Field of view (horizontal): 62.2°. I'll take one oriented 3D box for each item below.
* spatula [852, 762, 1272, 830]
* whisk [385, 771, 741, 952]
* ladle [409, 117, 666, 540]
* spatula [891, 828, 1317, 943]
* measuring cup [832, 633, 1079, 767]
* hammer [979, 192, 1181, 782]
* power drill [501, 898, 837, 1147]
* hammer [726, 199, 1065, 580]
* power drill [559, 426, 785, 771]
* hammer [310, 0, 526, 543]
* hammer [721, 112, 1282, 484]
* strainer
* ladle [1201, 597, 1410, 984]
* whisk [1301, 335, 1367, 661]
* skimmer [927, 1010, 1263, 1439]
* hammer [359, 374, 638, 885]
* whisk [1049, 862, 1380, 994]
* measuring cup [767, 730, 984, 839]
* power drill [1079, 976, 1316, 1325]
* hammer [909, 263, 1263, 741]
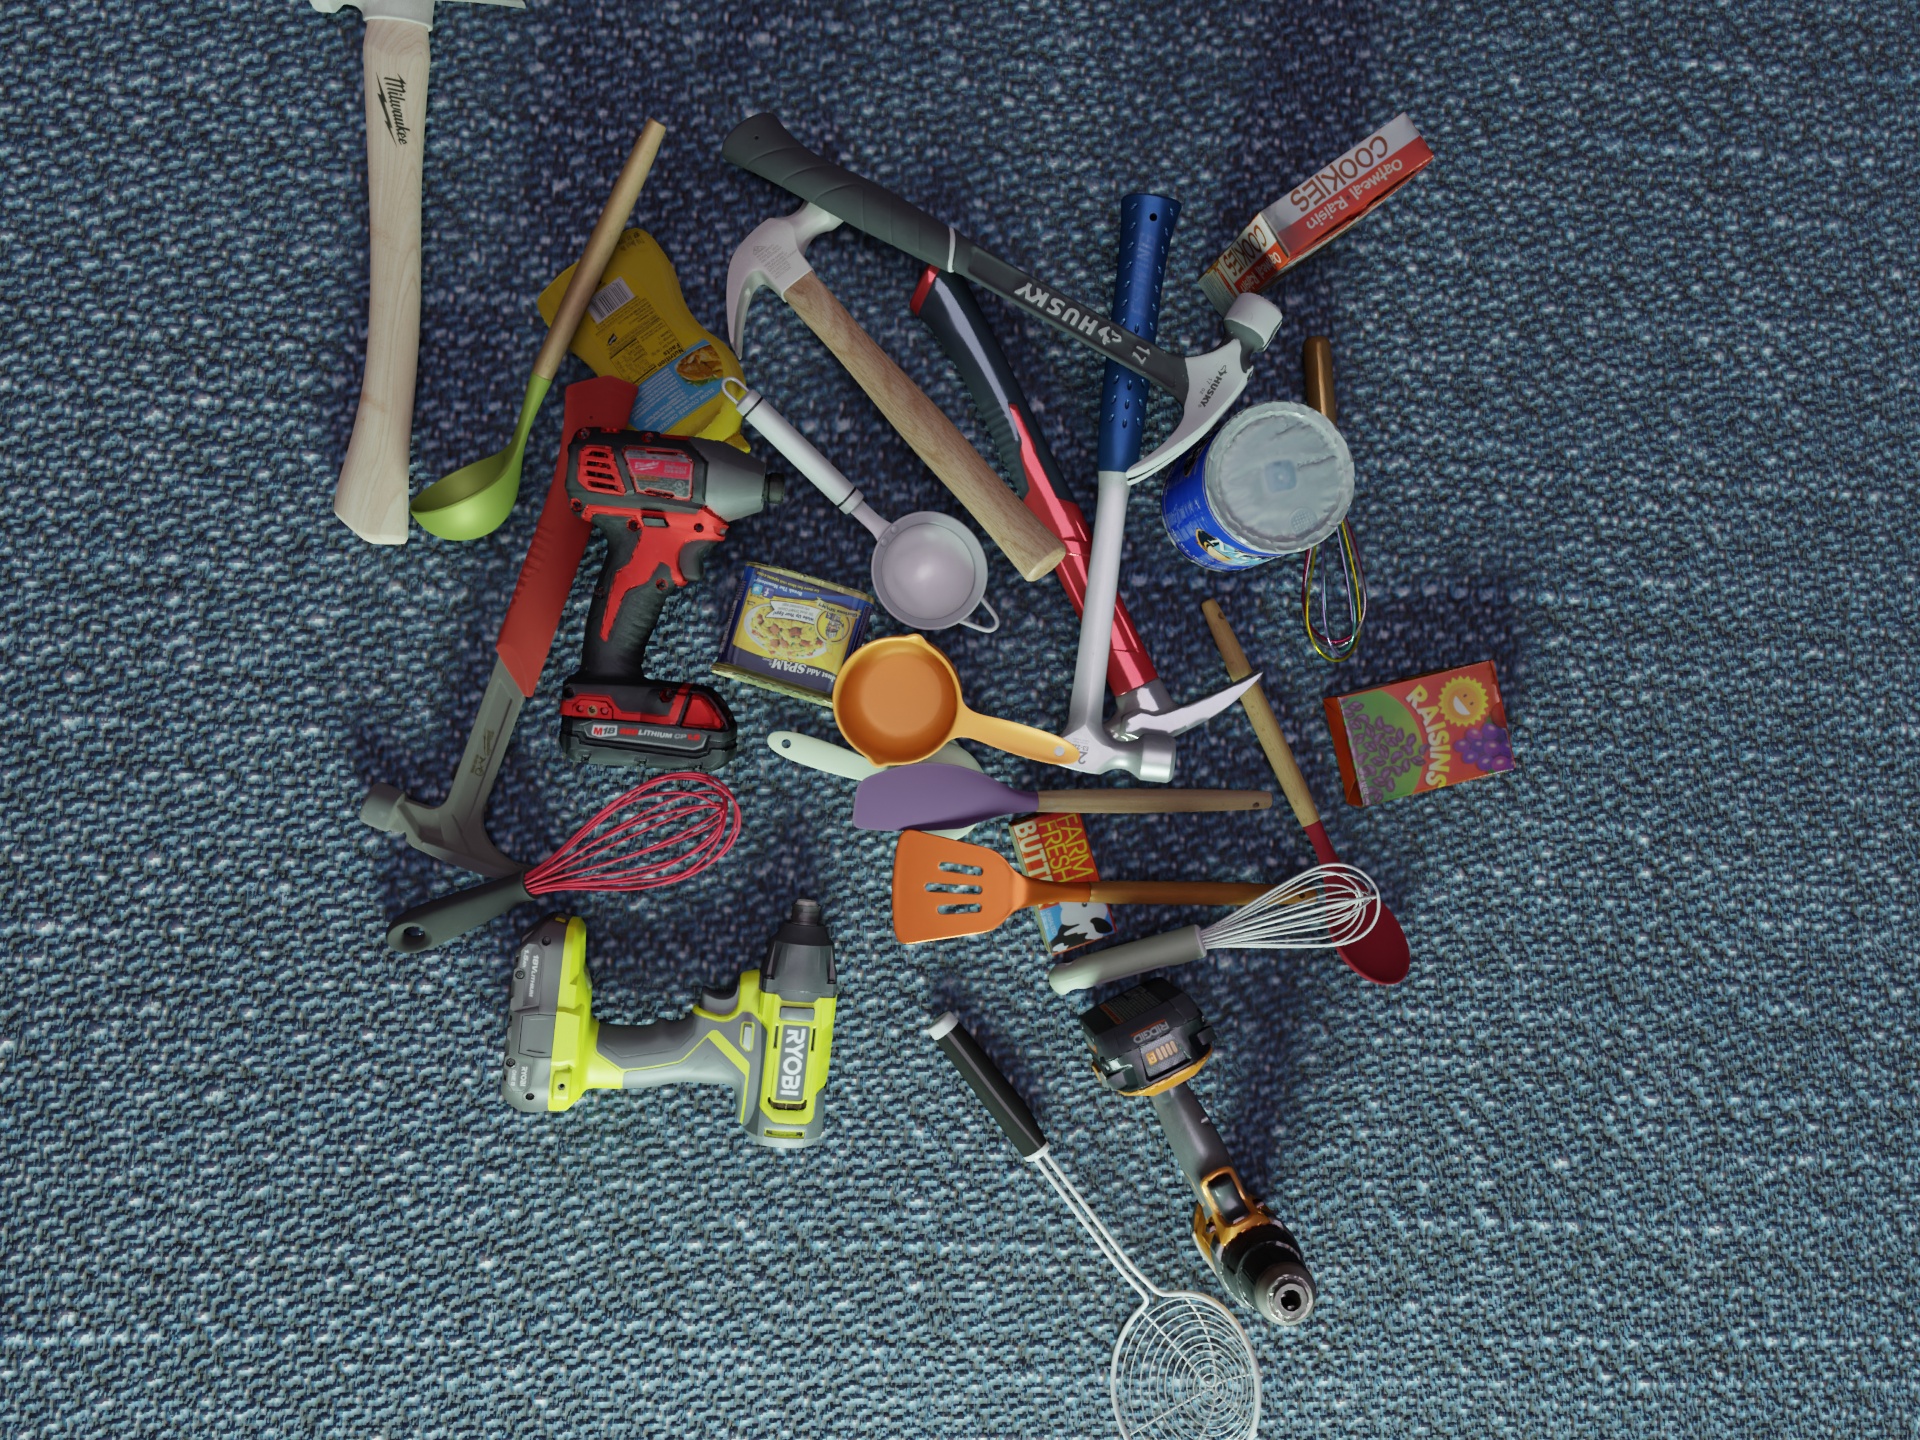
[{"bbox_3d":[0.079,0.056,1.146,0.315,0.018,0.059,1,123,-15],"label":"spatula"},{"bbox_3d":[-0.276,0.106,1.083,0.296,0.073,0.073,-22,92,19],"label":"whisk"},{"bbox_3d":[-0.286,-0.264,1.083,0.062,0.078,0.320,22,104,-27],"label":"ladle"},{"bbox_3d":[0.111,0.124,1.155,0.322,0.041,0.081,3,86,-18],"label":"spatula"},{"bbox_3d":[-0.002,-0.004,1.099,0.173,0.052,0.095,17,97,-1],"label":"measuring cup"},{"bbox_3d":[0.103,-0.165,1.124,0.144,0.035,0.405,7,92,1],"label":"hammer"},{"bbox_3d":[-0.200,0.205,1.123,0.223,0.080,0.171,6,90,-9],"label":"power drill"},{"bbox_3d":[-0.046,-0.227,1.122,0.130,0.031,0.331,-39,78,-3],"label":"hammer"},{"bbox_3d":[-0.194,-0.081,1.061,0.143,0.078,0.219,4,95,-5],"label":"power drill"},{"bbox_3d":[-0.391,-0.331,1.126,0.146,0.038,0.410,2,90,-7],"label":"hammer"},{"bbox_3d":[0.008,-0.311,1.099,0.409,0.036,0.149,31,88,11],"label":"hammer"},{"bbox_3d":[-0.072,-0.152,1.135,0.258,0.050,0.087,43,77,-15],"label":"strainer"},{"bbox_3d":[0.251,0.053,1.188,0.069,0.031,0.315,-24,89,-39],"label":"ladle"},{"bbox_3d":[0.272,-0.166,1.186,0.047,0.051,0.245,-4,87,0],"label":"whisk"},{"bbox_3d":[0.083,0.372,1.140,0.127,0.090,0.363,-36,91,27],"label":"skimmer"},{"bbox_3d":[-0.291,-0.065,1.109,0.149,0.037,0.359,21,97,-4],"label":"hammer"},{"bbox_3d":[0.181,0.158,1.151,0.246,0.058,0.059,-18,87,11],"label":"whisk"},{"bbox_3d":[-0.060,0.039,1.153,0.167,0.038,0.083,18,88,-7],"label":"measuring cup"},{"bbox_3d":[0.170,0.302,1.104,0.084,0.185,0.226,-26,89,-4],"label":"power drill"},{"bbox_3d":[0.079,-0.166,1.162,0.143,0.038,0.386,-25,91,4],"label":"hammer"}]
